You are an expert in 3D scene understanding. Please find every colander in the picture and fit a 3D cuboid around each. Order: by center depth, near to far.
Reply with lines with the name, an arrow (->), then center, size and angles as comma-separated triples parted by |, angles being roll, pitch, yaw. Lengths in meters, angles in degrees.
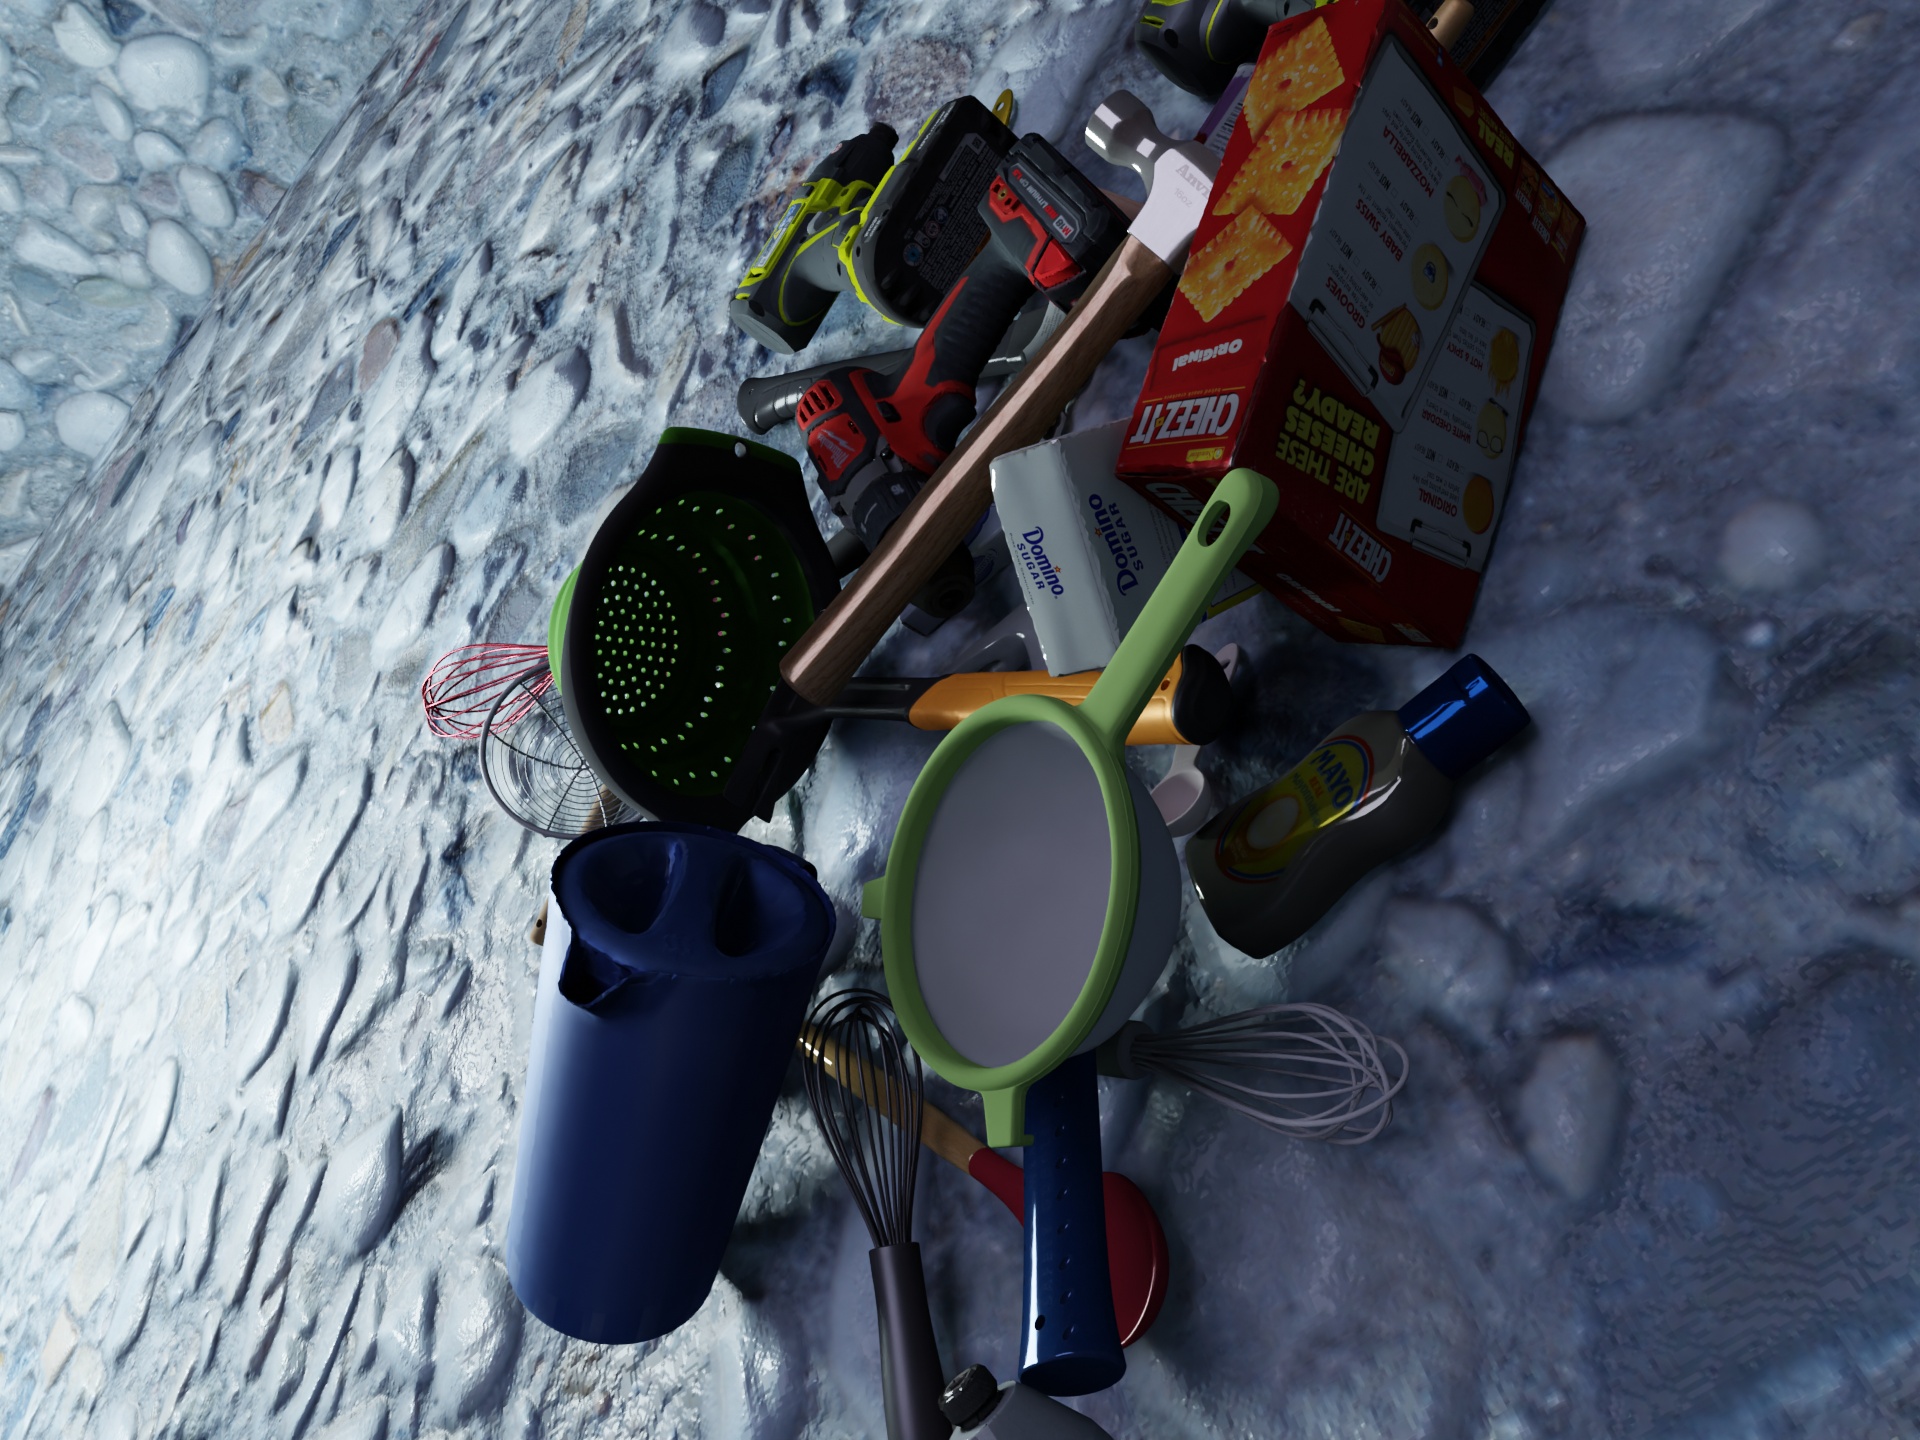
colander -> -0.173, 0.037, 0.909 | 0.094, 0.204, 0.397 | 4, 89, 39

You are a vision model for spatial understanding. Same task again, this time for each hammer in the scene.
hammer -> 0.039, 0.087, 0.705 | 0.144, 0.035, 0.406 | -33, 37, 31
hammer -> -0.001, -0.002, 0.778 | 0.337, 0.034, 0.127 | 1, 60, 53
hammer -> 0.022, -0.136, 0.785 | 0.130, 0.031, 0.331 | 45, 107, 17
hammer -> -0.040, -0.231, 1.031 | 0.335, 0.035, 0.146 | 2, 70, 48

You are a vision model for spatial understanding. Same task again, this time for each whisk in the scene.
whisk -> 0.080, 0.140, 0.669 | 0.059, 0.057, 0.246 | -33, 17, -37
whisk -> -0.032, 0.237, 0.708 | 0.055, 0.055, 0.239 | -28, 62, 34
whisk -> -0.304, -0.044, 1.191 | 0.296, 0.073, 0.073 | -18, 55, 32

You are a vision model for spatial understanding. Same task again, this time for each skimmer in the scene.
skimmer -> -0.148, -0.056, 0.991 | 0.363, 0.090, 0.127 | -37, 76, 21

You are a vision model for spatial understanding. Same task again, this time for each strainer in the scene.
strainer -> 0.061, 0.026, 0.600 | 0.256, 0.069, 0.152 | -60, 37, 19

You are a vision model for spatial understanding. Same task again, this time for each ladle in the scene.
ladle -> -0.007, 0.197, 0.743 | 0.316, 0.031, 0.069 | 20, 88, 53

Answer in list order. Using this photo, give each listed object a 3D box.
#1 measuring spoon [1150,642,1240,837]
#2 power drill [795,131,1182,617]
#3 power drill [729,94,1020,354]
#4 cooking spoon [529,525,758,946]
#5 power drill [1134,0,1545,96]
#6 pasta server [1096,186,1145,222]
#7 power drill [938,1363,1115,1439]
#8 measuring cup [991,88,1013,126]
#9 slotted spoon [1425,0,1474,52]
measuring spoon -> 0.111, 0.009, 0.715 | 0.034, 0.018, 0.124 | -23, 28, 41
power drill -> 0.014, -0.180, 0.861 | 0.226, 0.080, 0.188 | -45, 48, 19
power drill -> -0.051, -0.321, 1.018 | 0.223, 0.080, 0.171 | 20, 78, 58
cooking spoon -> -0.217, 0.009, 1.088 | 0.069, 0.017, 0.319 | 25, 87, 29
power drill -> 0.210, -0.413, 0.841 | 0.190, 0.080, 0.229 | -52, 37, 10
pasta server -> 0.110, -0.279, 0.896 | 0.317, 0.040, 0.060 | 46, 121, 51
power drill -> -0.010, 0.334, 0.579 | 0.219, 0.078, 0.143 | -42, 86, 22
measuring cup -> 0.002, -0.362, 1.067 | 0.062, 0.029, 0.156 | 5, 74, 49
slotted spoon -> 0.141, -0.202, 0.768 | 0.313, 0.031, 0.070 | -54, 40, 32
